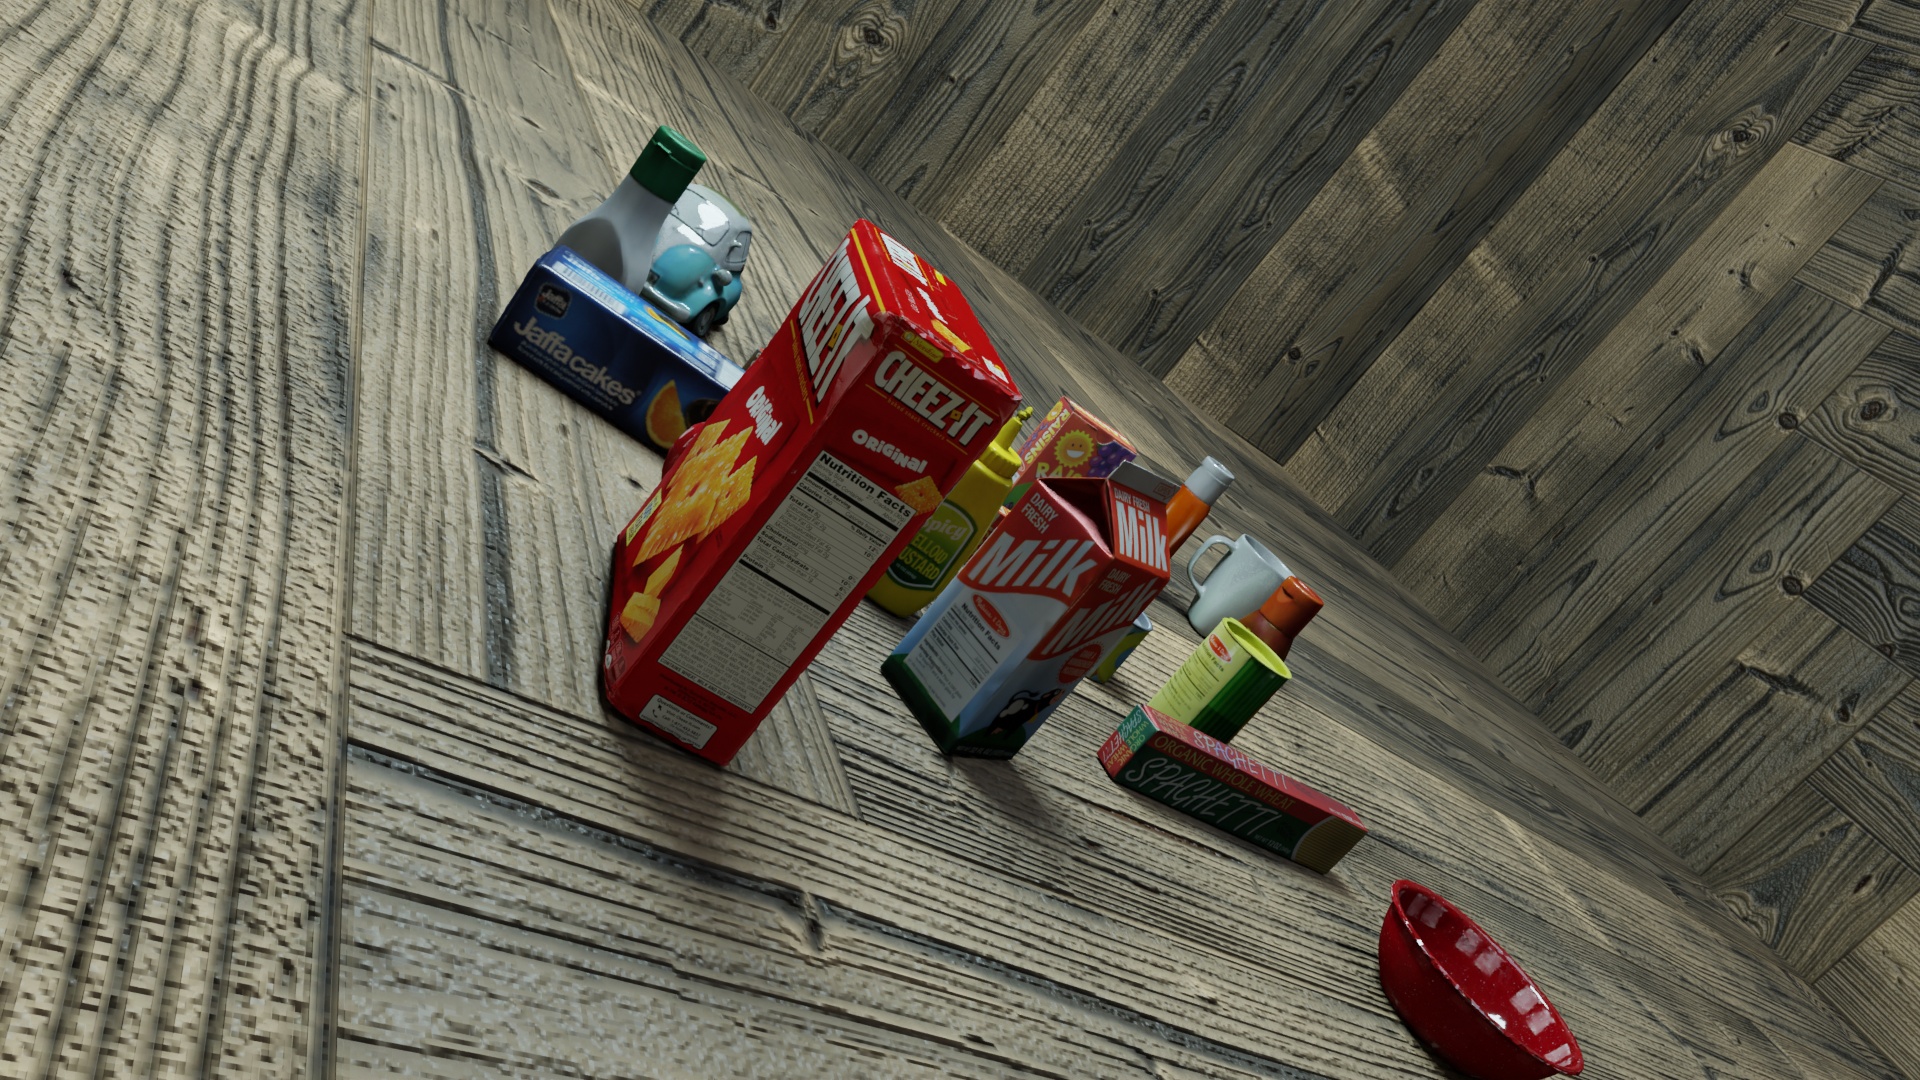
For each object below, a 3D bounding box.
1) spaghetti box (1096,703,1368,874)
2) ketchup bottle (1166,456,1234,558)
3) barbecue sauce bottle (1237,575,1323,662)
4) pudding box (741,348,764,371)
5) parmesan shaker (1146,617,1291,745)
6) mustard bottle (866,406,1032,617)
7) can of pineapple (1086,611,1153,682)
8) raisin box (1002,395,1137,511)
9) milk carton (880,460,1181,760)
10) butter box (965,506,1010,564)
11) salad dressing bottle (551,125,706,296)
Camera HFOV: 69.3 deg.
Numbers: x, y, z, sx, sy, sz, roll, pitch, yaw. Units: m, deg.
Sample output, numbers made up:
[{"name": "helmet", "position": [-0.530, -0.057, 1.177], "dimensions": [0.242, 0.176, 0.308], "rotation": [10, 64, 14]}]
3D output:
[{"name": "spaghetti box", "position": [0.198, 0.181, 0.991], "dimensions": [0.250, 0.050, 0.029], "rotation": [29, 18, -34]}, {"name": "ketchup bottle", "position": [0.220, -0.019, 1.424], "dimensions": [0.043, 0.148, 0.065], "rotation": [40, 15, 3]}, {"name": "barbecue sauce bottle", "position": [0.233, 0.095, 1.130], "dimensions": [0.043, 0.148, 0.065], "rotation": [27, 19, -38]}, {"name": "pudding box", "position": [-0.137, -0.114, 1.059], "dimensions": [0.030, 0.049, 0.084], "rotation": [45, 16, 22]}, {"name": "parmesan shaker", "position": [0.191, 0.117, 1.055], "dimensions": [0.071, 0.103, 0.071], "rotation": [36, 15, -11]}, {"name": "mustard bottle", "position": [-0.007, -0.025, 0.893], "dimensions": [0.065, 0.160, 0.049], "rotation": [34, 15, -18]}, {"name": "can of pineapple", "position": [0.108, 0.069, 1.087], "dimensions": [0.071, 0.057, 0.071], "rotation": [36, 15, -11]}, {"name": "raisin box", "position": [0.094, -0.063, 1.306], "dimensions": [0.086, 0.123, 0.040], "rotation": [31, 17, -28]}, {"name": "milk carton", "position": [0.049, 0.033, 0.800], "dimensions": [0.072, 0.190, 0.073], "rotation": [18, 25, -54]}, {"name": "butter box", "position": [0.004, -0.014, 1.090], "dimensions": [0.103, 0.053, 0.024], "rotation": [31, 17, -26]}, {"name": "salad dressing bottle", "position": [-0.226, -0.207, 0.930], "dimensions": [0.064, 0.147, 0.044], "rotation": [41, 15, 8]}]
